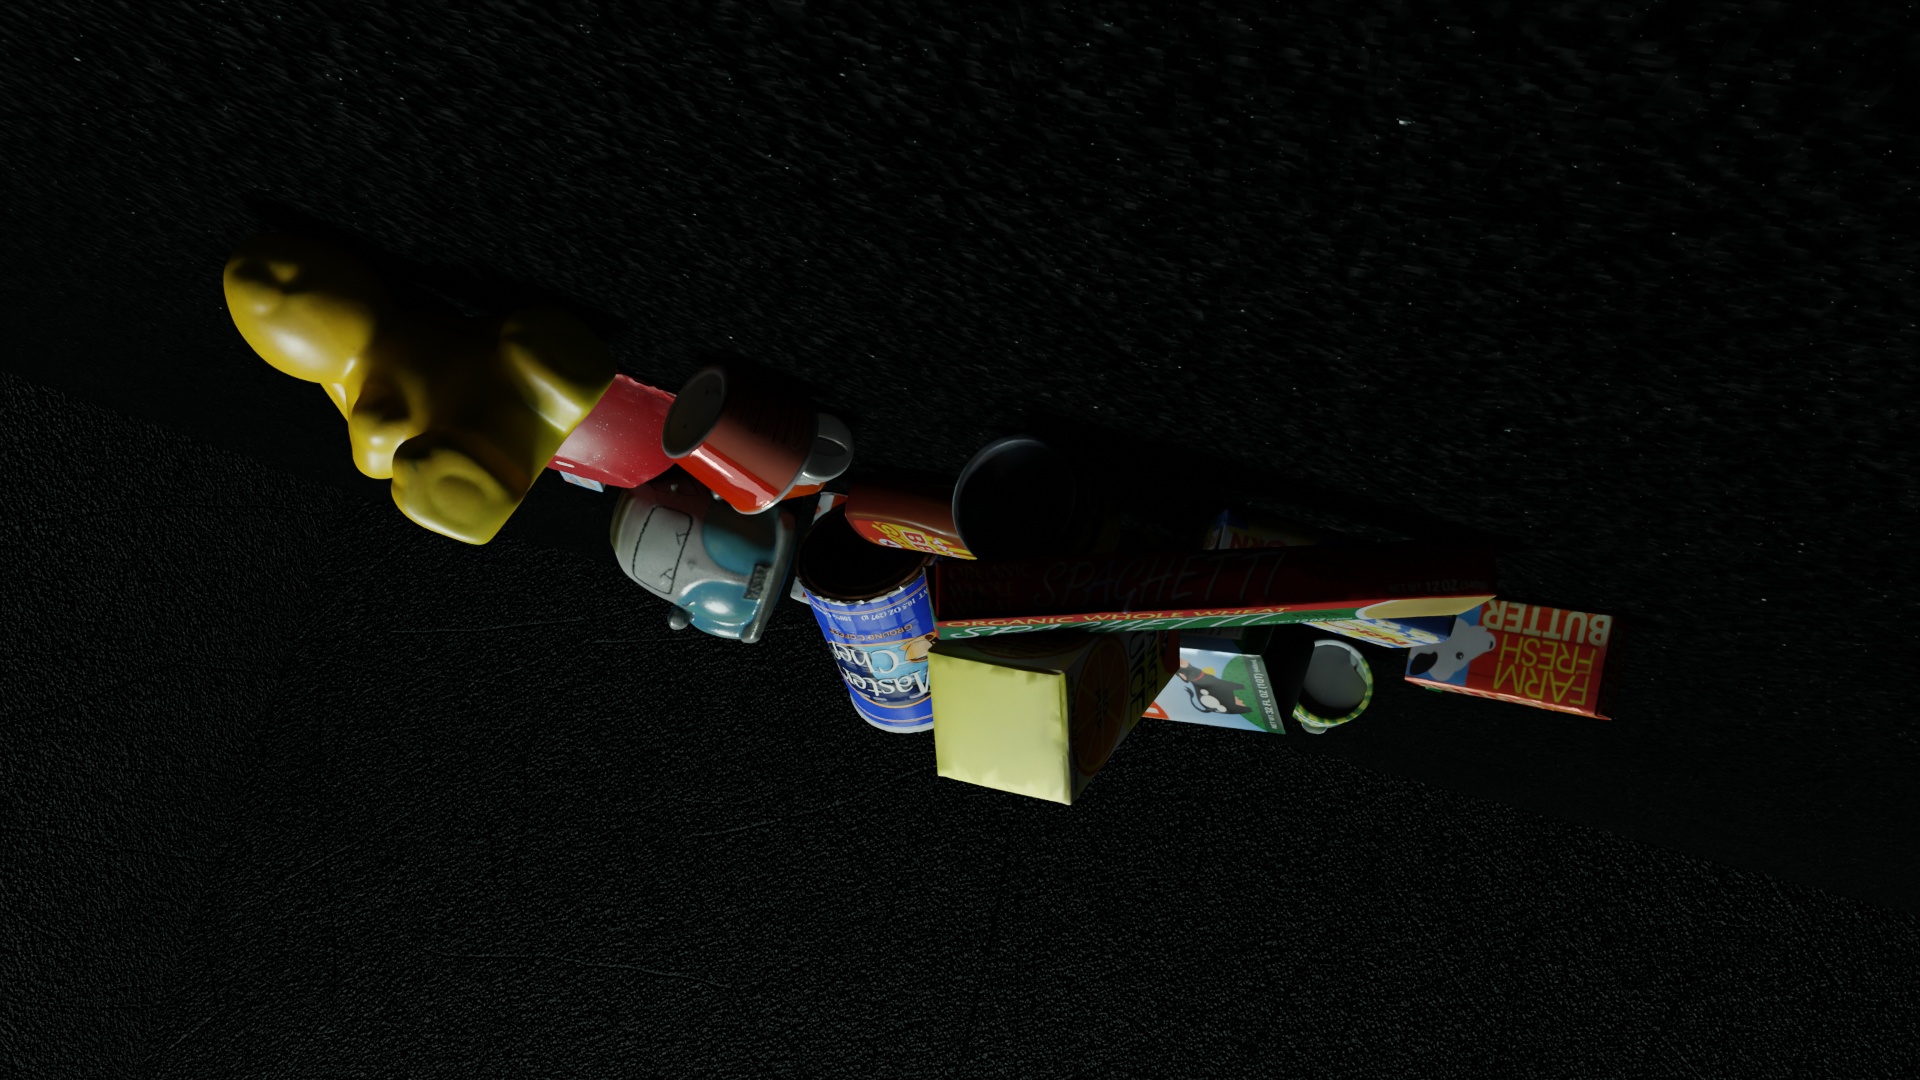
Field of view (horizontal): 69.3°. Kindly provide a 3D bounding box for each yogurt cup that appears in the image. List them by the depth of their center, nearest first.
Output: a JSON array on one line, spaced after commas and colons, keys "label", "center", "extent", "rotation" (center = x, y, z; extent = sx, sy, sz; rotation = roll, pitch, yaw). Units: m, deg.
[{"label": "yogurt cup", "center": [-0.113, -0.054, 0.702], "extent": [0.054, 0.072, 0.072], "rotation": [32, 164, -37]}]

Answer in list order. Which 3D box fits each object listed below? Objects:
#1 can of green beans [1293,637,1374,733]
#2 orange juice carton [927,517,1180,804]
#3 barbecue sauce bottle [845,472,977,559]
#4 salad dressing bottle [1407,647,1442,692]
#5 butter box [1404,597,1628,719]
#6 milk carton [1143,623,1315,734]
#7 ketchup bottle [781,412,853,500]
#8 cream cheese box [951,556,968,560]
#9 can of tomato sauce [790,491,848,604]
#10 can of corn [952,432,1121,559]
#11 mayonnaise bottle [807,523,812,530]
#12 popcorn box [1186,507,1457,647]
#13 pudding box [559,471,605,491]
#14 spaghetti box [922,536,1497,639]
[{"label": "can of green beans", "center": [0.283, 0.111, 1.078], "extent": [0.071, 0.071, 0.057], "rotation": [15, 172, 9]}, {"label": "orange juice carton", "center": [0.062, 0.053, 0.722], "extent": [0.073, 0.071, 0.193], "rotation": [8, -155, 28]}, {"label": "barbecue sauce bottle", "center": [0.003, -0.011, 0.851], "extent": [0.148, 0.044, 0.065], "rotation": [10, 166, 36]}, {"label": "salad dressing bottle", "center": [0.304, 0.070, 0.821], "extent": [0.064, 0.044, 0.147], "rotation": [14, 174, 2]}, {"label": "butter box", "center": [0.289, 0.058, 0.726], "extent": [0.103, 0.053, 0.024], "rotation": [9, 171, 42]}, {"label": "milk carton", "center": [0.113, 0.060, 0.861], "extent": [0.190, 0.074, 0.072], "rotation": [4, 136, 31]}, {"label": "ketchup bottle", "center": [-0.101, -0.047, 0.797], "extent": [0.065, 0.043, 0.148], "rotation": [12, 174, -22]}, {"label": "cream cheese box", "center": [0.002, 0.026, 1.025], "extent": [0.104, 0.024, 0.053], "rotation": [46, 175, 3]}, {"label": "can of tomato sauce", "center": [-0.084, 0.013, 1.051], "extent": [0.071, 0.083, 0.071], "rotation": [16, 172, 2]}, {"label": "can of corn", "center": [0.040, -0.014, 0.676], "extent": [0.071, 0.071, 0.058], "rotation": [11, 172, 29]}, {"label": "mayonnaise bottle", "center": [-0.079, 0.008, 1.170], "extent": [0.065, 0.041, 0.148], "rotation": [22, 171, -27]}, {"label": "popcorn box", "center": [0.185, 0.021, 0.728], "extent": [0.127, 0.038, 0.085], "rotation": [15, 174, 0]}, {"label": "pudding box", "center": [-0.260, -0.065, 0.976], "extent": [0.030, 0.049, 0.083], "rotation": [16, 173, -11]}, {"label": "spaghetti box", "center": [0.109, 0.022, 0.627], "extent": [0.250, 0.029, 0.050], "rotation": [-3, 166, 0]}]
